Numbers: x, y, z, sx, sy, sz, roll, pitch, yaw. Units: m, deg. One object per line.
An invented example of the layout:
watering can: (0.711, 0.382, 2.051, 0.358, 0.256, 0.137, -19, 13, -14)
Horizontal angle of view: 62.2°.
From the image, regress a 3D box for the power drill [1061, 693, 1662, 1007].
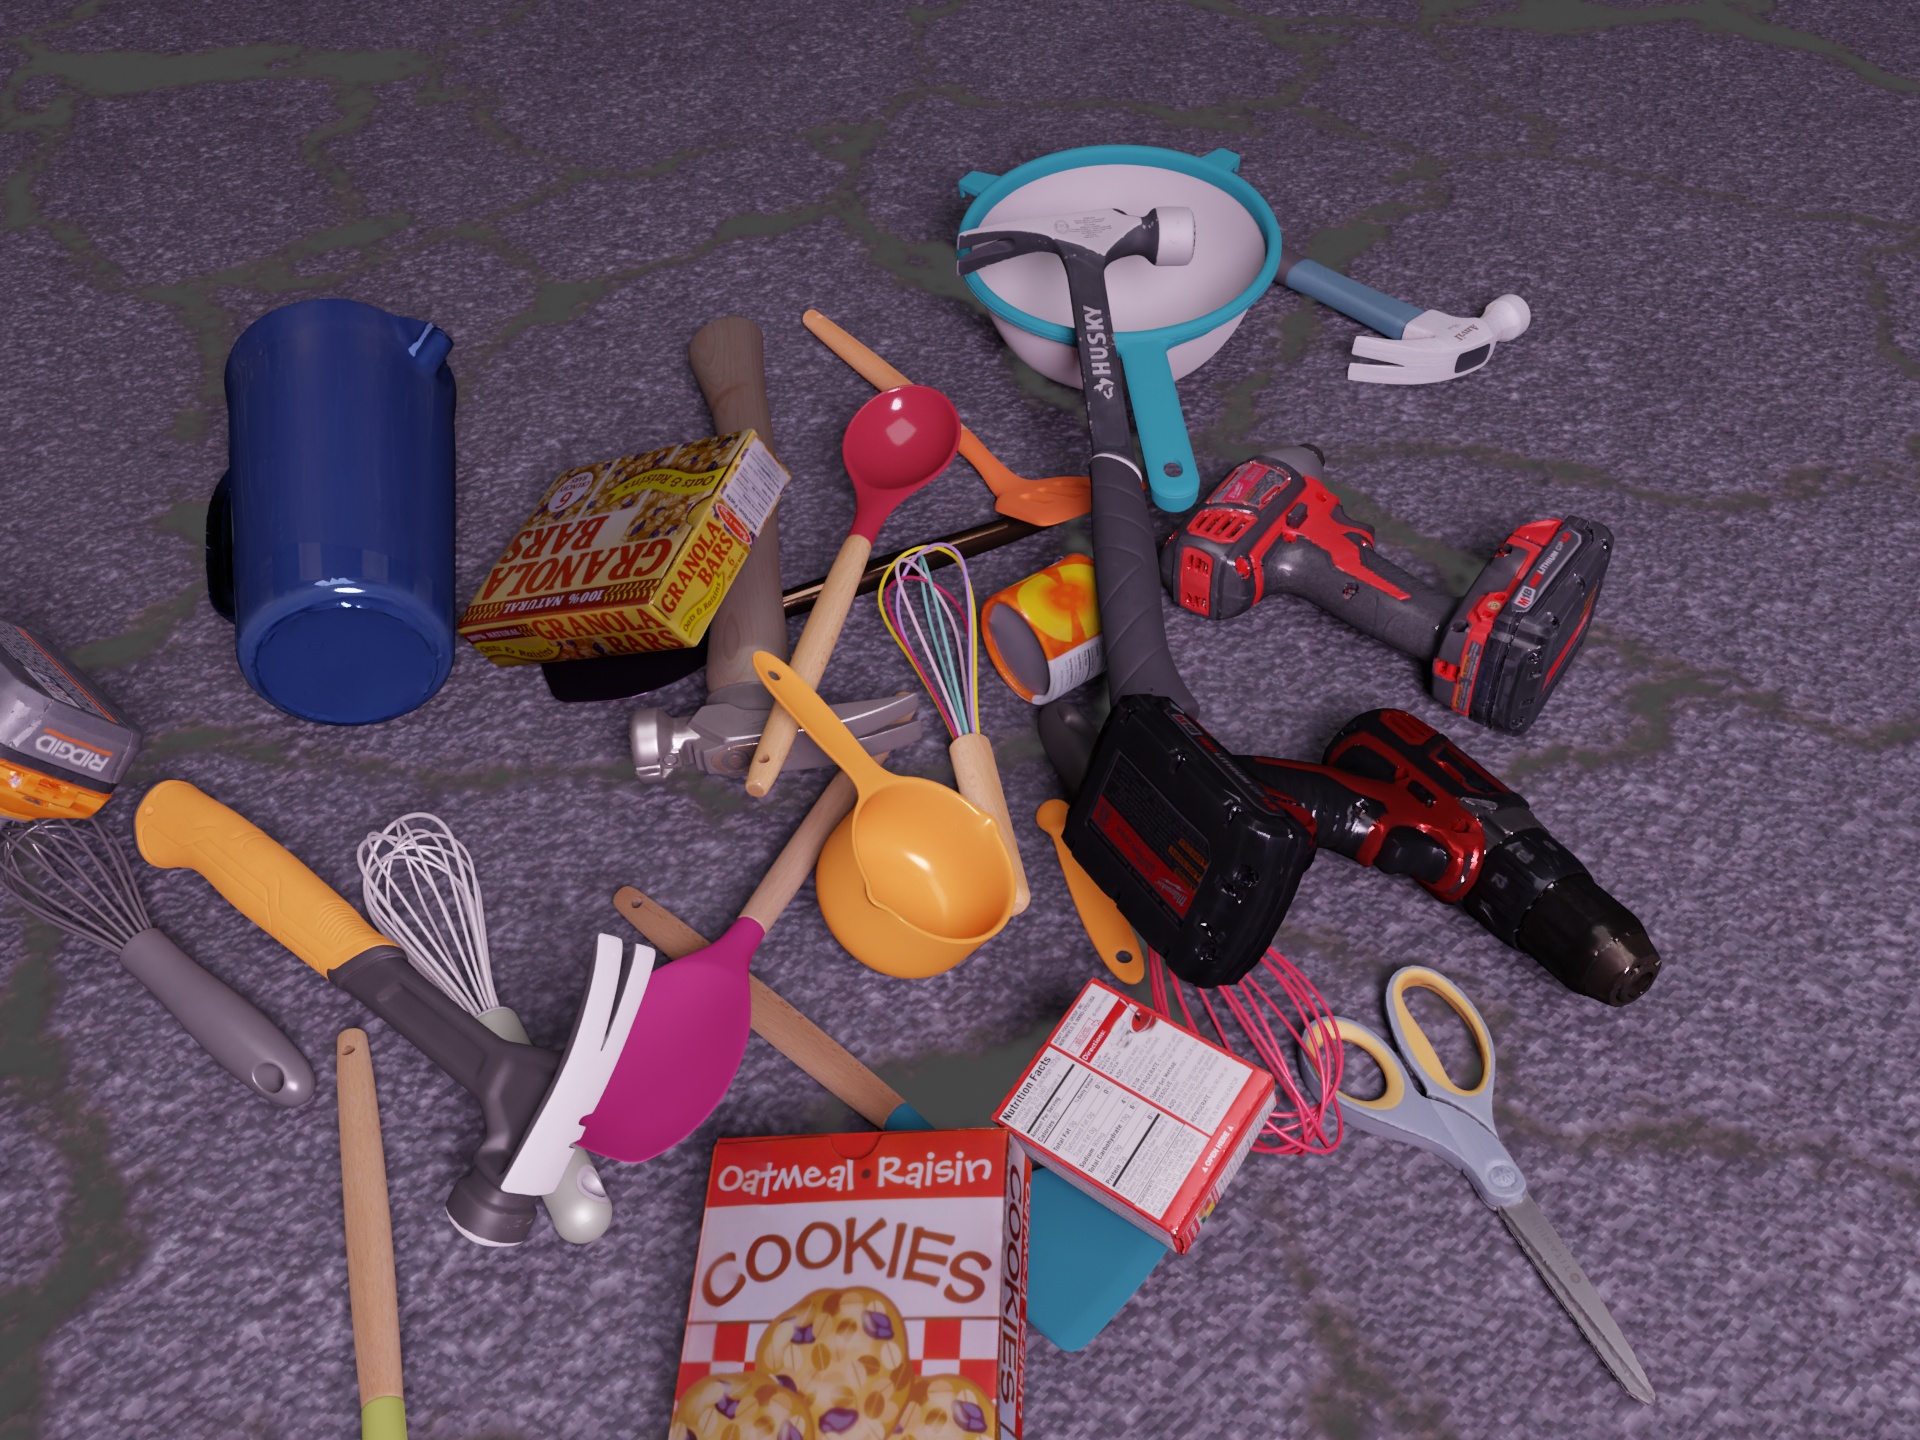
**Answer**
power drill: (0.180, 0.062, 0.699, 0.226, 0.080, 0.188, 1, 32, -34)

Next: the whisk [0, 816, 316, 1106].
whisk: (-0.379, 0.105, 0.743, 0.239, 0.055, 0.055, 32, 55, 22)

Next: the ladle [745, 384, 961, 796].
ladle: (-0.060, -0.078, 0.846, 0.069, 0.031, 0.316, 6, 46, 12)

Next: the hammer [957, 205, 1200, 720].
hammer: (0.079, -0.153, 0.881, 0.149, 0.036, 0.409, -1, 53, -2)

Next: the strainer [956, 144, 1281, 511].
strainer: (0.110, -0.237, 1.030, 0.211, 0.095, 0.341, -6, 53, -1)

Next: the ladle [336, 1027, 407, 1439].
ladle: (-0.221, 0.247, 0.615, 0.078, 0.062, 0.321, -20, 42, -10)

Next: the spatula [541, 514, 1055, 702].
spatula: (-0.085, -0.071, 0.922, 0.316, 0.018, 0.060, -20, 49, -16)

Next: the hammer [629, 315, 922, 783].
hammer: (-0.116, -0.124, 0.939, 0.146, 0.038, 0.411, -7, 44, -3)

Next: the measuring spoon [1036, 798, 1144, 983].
measuring spoon: (0.064, 0.080, 0.778, 0.021, 0.011, 0.117, -14, 48, -12)

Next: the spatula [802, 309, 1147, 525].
spatula: (-0.012, -0.201, 1.028, 0.081, 0.041, 0.323, -24, 49, -28)

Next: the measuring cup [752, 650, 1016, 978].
measuring cup: (-0.051, 0.045, 0.747, 0.174, 0.052, 0.095, 49, 41, 10)

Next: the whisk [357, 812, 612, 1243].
whisk: (-0.216, 0.133, 0.718, 0.059, 0.057, 0.247, -45, 56, 7)

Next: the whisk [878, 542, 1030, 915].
whisk: (-0.003, -0.002, 0.839, 0.047, 0.051, 0.245, -3, 51, -15)

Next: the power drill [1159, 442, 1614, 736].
power drill: (0.238, -0.089, 0.896, 0.220, 0.078, 0.143, 24, 51, 26)

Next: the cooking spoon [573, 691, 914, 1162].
cooking spoon: (-0.087, 0.081, 0.750, 0.069, 0.017, 0.319, 16, 41, 15)

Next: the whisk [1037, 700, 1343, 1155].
whisk: (0.096, 0.085, 0.745, 0.073, 0.073, 0.296, -14, 42, -12)

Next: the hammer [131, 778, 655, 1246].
hammer: (-0.275, 0.092, 0.711, 0.337, 0.034, 0.127, 24, 86, 34)

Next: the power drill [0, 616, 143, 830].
power drill: (-0.495, 0.057, 0.720, 0.164, 0.084, 0.226, 33, 85, 28)

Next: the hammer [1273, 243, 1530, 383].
hammer: (0.234, -0.329, 1.151, 0.128, 0.033, 0.331, -34, 54, -29)

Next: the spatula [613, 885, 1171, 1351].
spatula: (-0.047, 0.151, 0.692, 0.318, 0.044, 0.082, 31, 59, 28)
